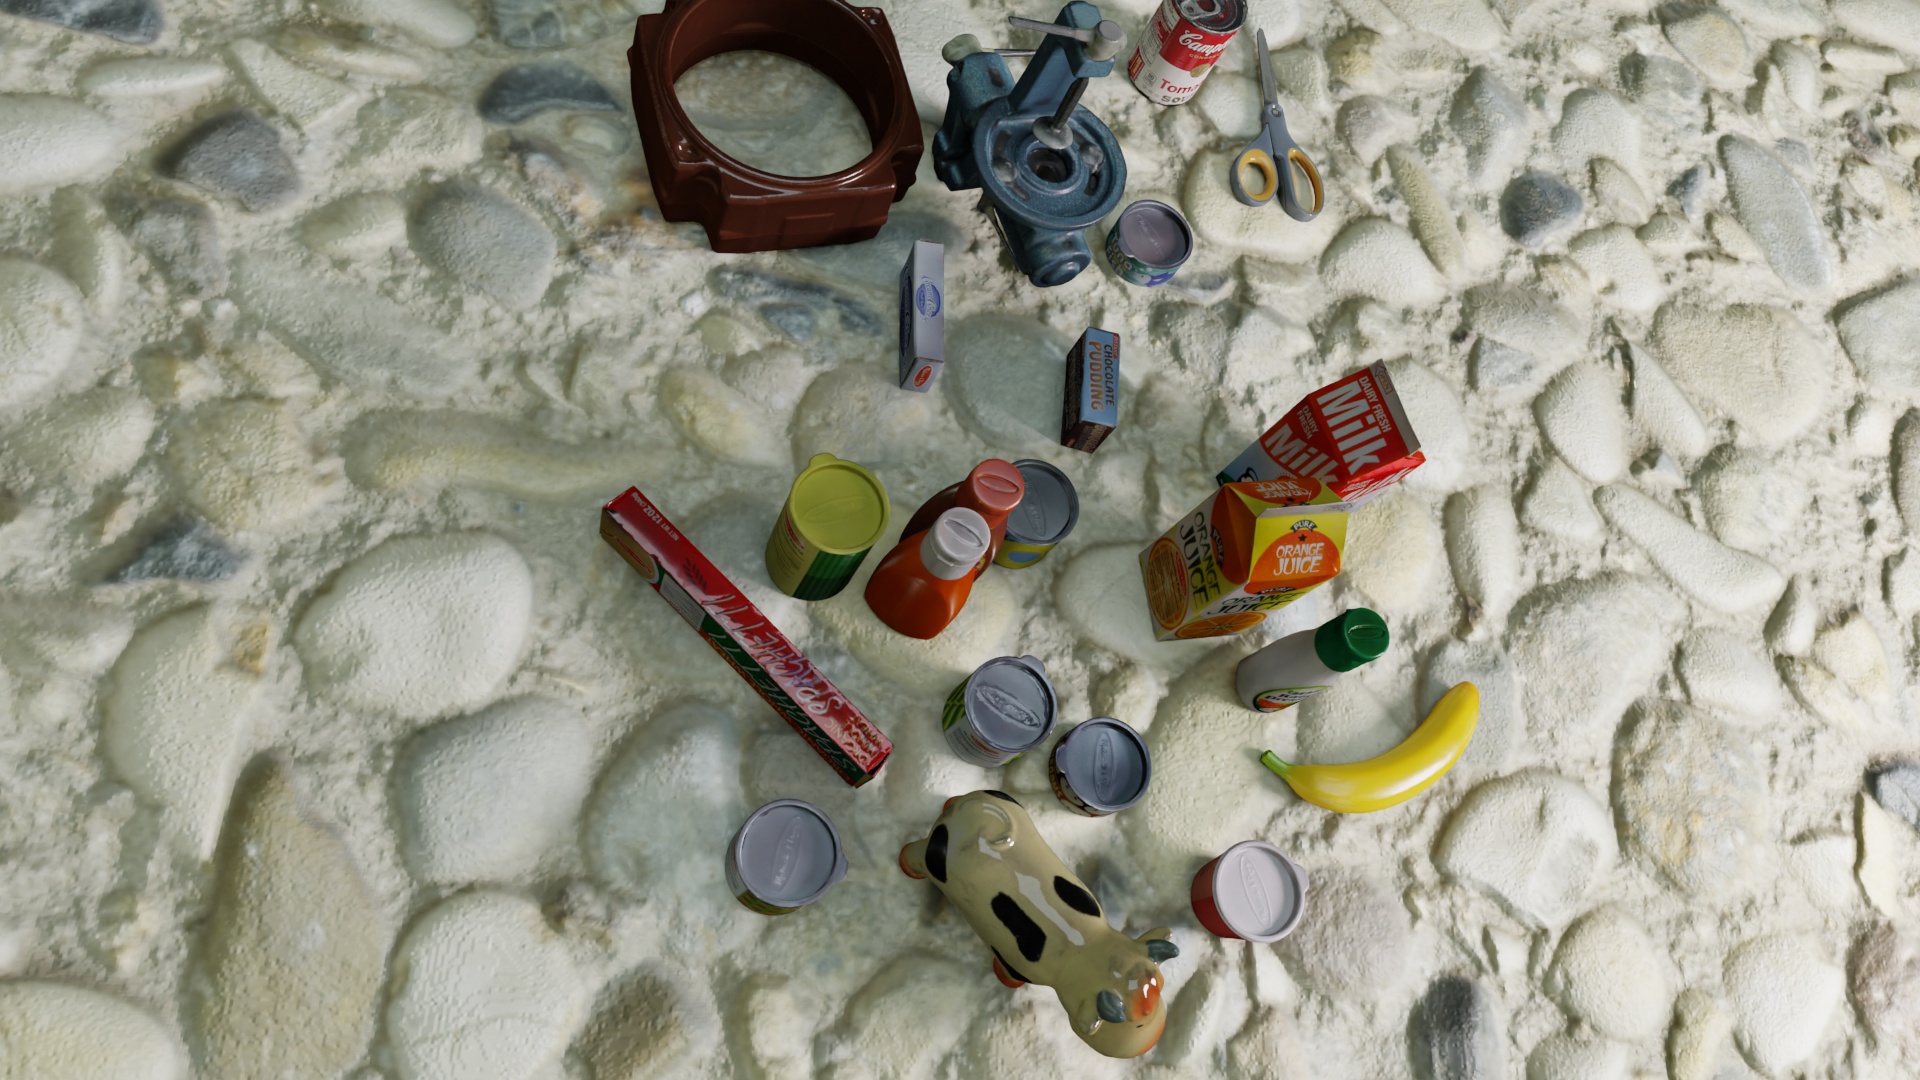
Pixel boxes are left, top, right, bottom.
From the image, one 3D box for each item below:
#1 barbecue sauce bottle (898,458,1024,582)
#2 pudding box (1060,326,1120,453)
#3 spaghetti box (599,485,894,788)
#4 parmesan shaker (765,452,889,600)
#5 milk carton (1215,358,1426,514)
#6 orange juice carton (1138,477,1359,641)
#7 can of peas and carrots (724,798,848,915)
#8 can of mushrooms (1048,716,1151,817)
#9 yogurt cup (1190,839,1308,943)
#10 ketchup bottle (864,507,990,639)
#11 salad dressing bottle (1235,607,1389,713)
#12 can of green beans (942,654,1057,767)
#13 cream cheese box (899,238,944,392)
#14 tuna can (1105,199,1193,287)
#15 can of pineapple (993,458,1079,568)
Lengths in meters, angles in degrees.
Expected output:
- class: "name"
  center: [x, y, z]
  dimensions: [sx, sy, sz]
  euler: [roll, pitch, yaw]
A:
- class: "barbecue sauce bottle"
  center: [0.003, -0.012, 0.946]
  dimensions: [0.065, 0.148, 0.044]
  euler: [18, 66, -10]
- class: "pudding box"
  center: [0.101, -0.116, 1.072]
  dimensions: [0.030, 0.049, 0.084]
  euler: [11, 67, -13]
- class: "spaghetti box"
  center: [-0.143, 0.066, 0.925]
  dimensions: [0.250, 0.050, 0.029]
  euler: [44, 64, 3]
- class: "parmesan shaker"
  center: [-0.093, -0.008, 0.940]
  dimensions: [0.071, 0.102, 0.071]
  euler: [6, 68, -15]
- class: "milk carton"
  center: [0.272, -0.061, 1.026]
  dimensions: [0.074, 0.189, 0.072]
  euler: [-15, 75, -22]
- class: "orange juice carton"
  center: [0.200, 0.009, 0.975]
  dimensions: [0.072, 0.192, 0.073]
  euler: [-4, 71, -19]
- class: "can of peas and carrots"
  center: [-0.111, 0.202, 0.878]
  dimensions: [0.071, 0.058, 0.071]
  euler: [6, 68, -15]
- class: "can of mushrooms"
  center: [0.095, 0.159, 0.972]
  dimensions: [0.071, 0.033, 0.071]
  euler: [6, 68, -15]
- class: "yogurt cup"
  center: [0.195, 0.245, 0.959]
  dimensions: [0.072, 0.053, 0.072]
  euler: [6, 68, -15]
- class: "ketchup bottle"
  center: [-0.019, 0.021, 0.926]
  dimensions: [0.065, 0.148, 0.044]
  euler: [34, 64, -3]
- class: "salad dressing bottle"
  center: [0.248, 0.085, 0.985]
  dimensions: [0.064, 0.147, 0.044]
  euler: [-1, 70, -18]
- class: "can of green beans"
  center: [0.026, 0.119, 0.953]
  dimensions: [0.071, 0.057, 0.071]
  euler: [6, 68, -15]
- class: "cream cheese box"
  center: [-0.030, -0.169, 1.050]
  dimensions: [0.024, 0.053, 0.104]
  euler: [5, 68, -15]
- class: "tuna can"
  center: [0.154, -0.244, 1.147]
  dimensions: [0.071, 0.032, 0.071]
  euler: [6, 68, -15]
- class: "can of pineapple"
  center: [0.044, -0.019, 1.012]
  dimensions: [0.071, 0.057, 0.071]
  euler: [6, 68, -15]
